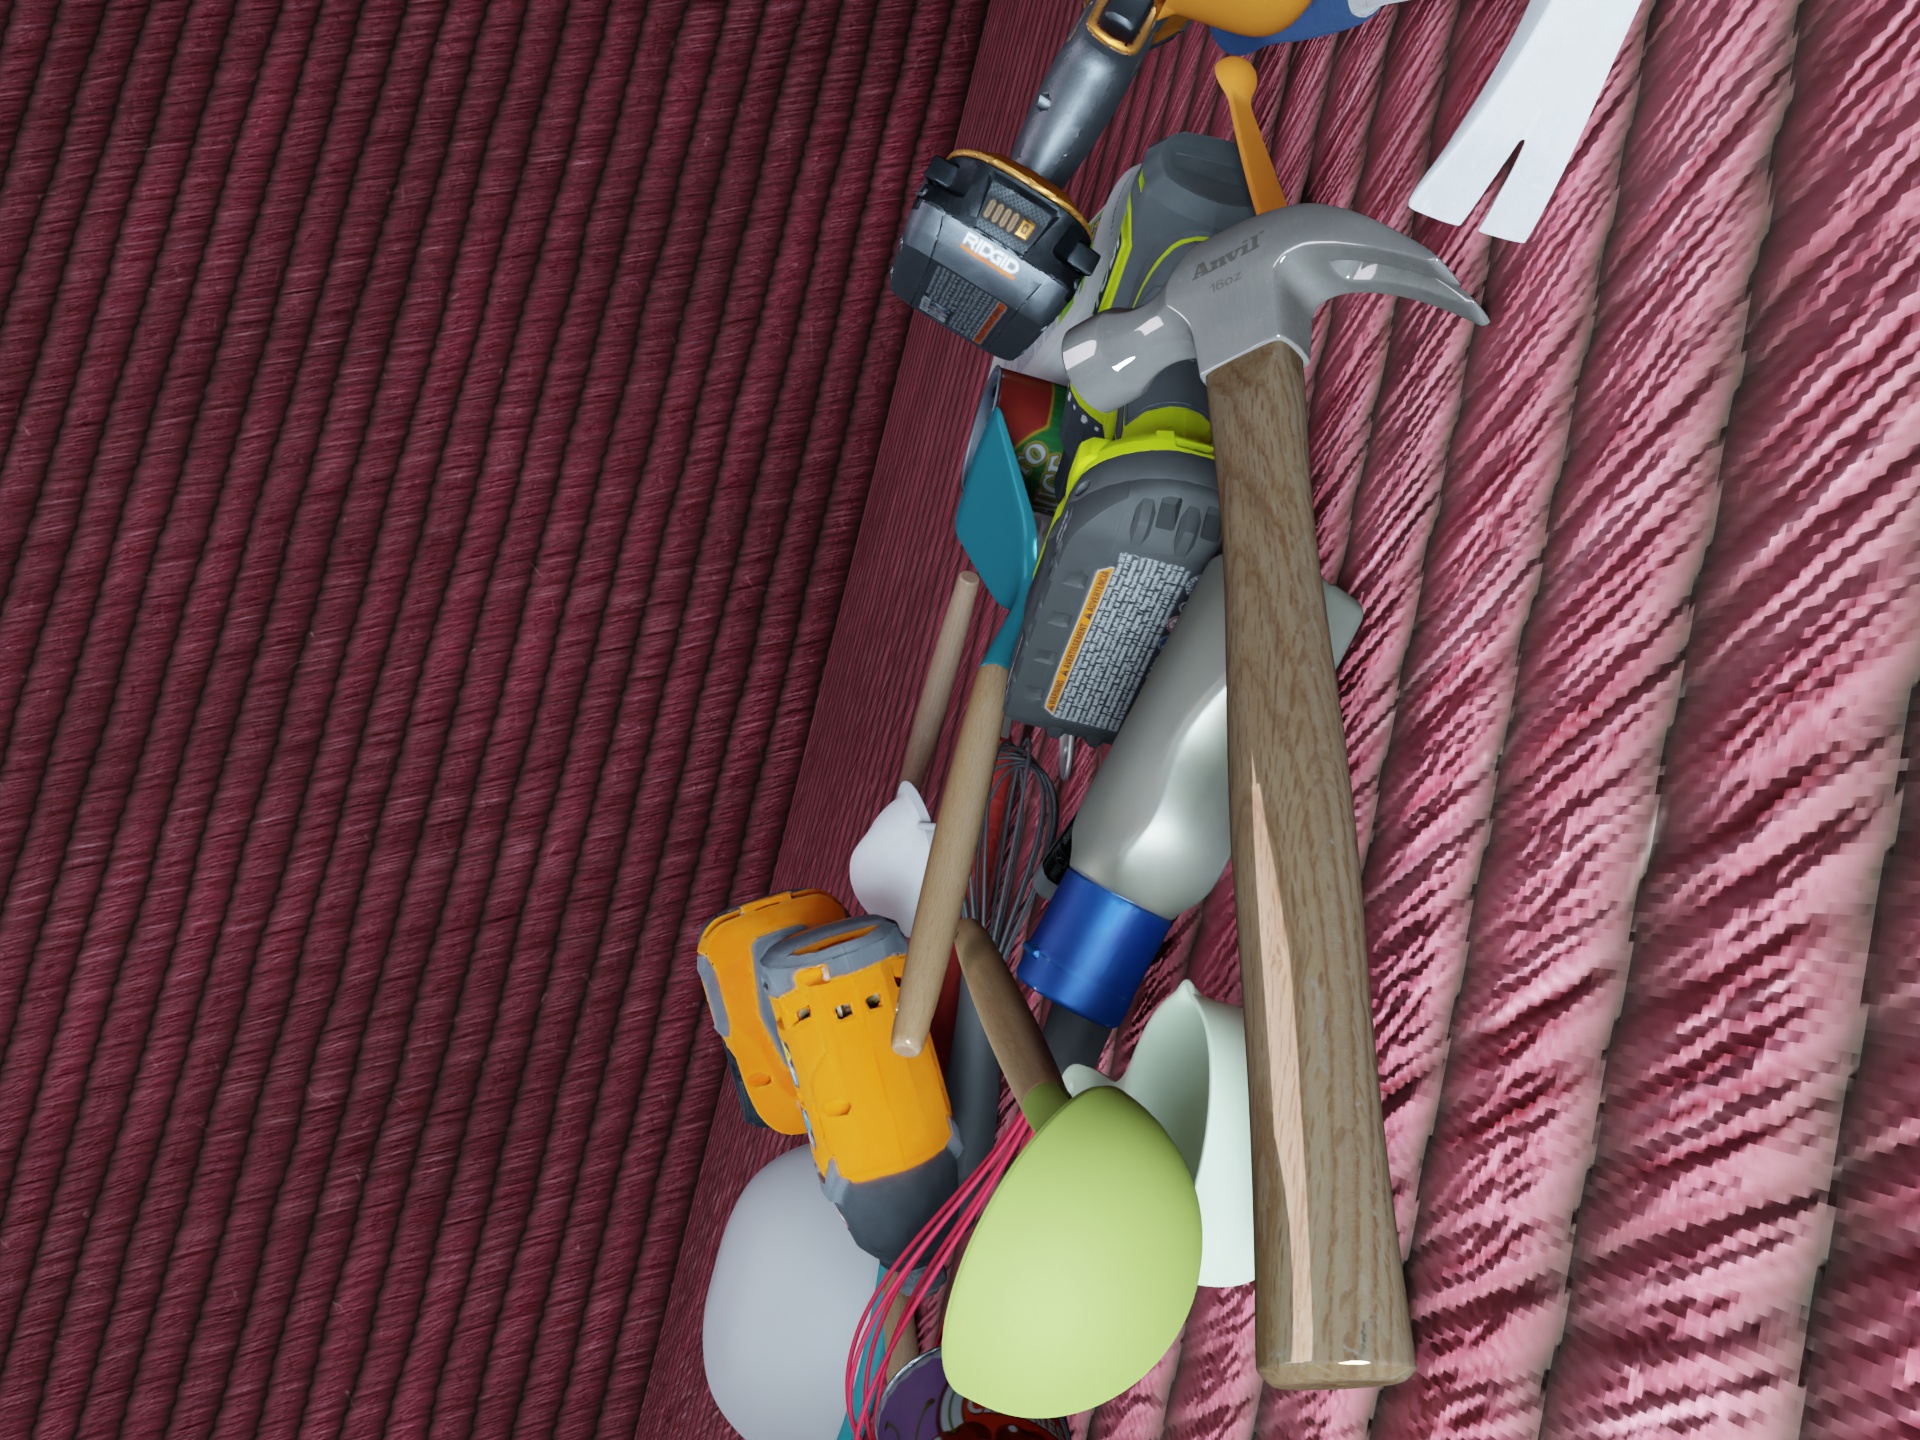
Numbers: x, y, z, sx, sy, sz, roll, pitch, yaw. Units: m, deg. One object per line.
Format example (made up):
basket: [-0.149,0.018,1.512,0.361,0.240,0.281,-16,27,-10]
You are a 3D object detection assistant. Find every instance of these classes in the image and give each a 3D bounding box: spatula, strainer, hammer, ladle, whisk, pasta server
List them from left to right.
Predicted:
strainer: [-0.088,0.280,0.955,0.211,0.095,0.340,-167,90,-81]
strainer: [-0.035,0.091,0.845,0.258,0.050,0.087,107,152,-74]
pasta server: [-0.022,0.031,1.039,0.060,0.040,0.316,-86,10,-49]
spatula: [-0.001,-0.002,0.673,0.082,0.044,0.318,113,173,-50]
hammer: [0.013,0.041,0.906,0.149,0.036,0.359,133,150,-72]
whisk: [0.013,0.123,0.763,0.055,0.055,0.239,134,144,-72]
ladle: [0.011,0.106,0.495,0.320,0.062,0.078,-129,57,-79]
whisk: [0.025,0.162,0.587,0.073,0.073,0.296,-136,66,-80]
hammer: [0.087,-0.003,0.419,0.130,0.031,0.332,-22,54,37]
hammer: [0.146,-0.258,0.565,0.406,0.035,0.144,-100,26,-69]

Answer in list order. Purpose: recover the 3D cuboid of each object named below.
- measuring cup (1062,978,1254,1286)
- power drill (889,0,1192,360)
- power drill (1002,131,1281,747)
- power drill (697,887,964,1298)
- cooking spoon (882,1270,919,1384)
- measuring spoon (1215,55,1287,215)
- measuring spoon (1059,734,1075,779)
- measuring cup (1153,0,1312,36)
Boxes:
measuring cup: [0.063,0.122,0.479,0.167,0.038,0.083,140,144,-78]
power drill: [0.058,-0.282,0.689,0.226,0.084,0.185,-61,7,0]
power drill: [0.072,-0.099,0.645,0.190,0.080,0.229,109,173,-48]
power drill: [-0.060,0.166,0.752,0.226,0.084,0.164,-179,73,-73]
cooking spoon: [-0.019,0.339,0.694,0.319,0.017,0.068,-109,36,-73]
measuring spoon: [0.119,-0.209,0.610,0.011,0.021,0.117,-32,62,44]
measuring spoon: [0.063,-0.030,0.799,0.034,0.018,0.124,143,134,-75]
measuring cup: [0.113,-0.278,0.527,0.174,0.052,0.095,-109,35,-71]
